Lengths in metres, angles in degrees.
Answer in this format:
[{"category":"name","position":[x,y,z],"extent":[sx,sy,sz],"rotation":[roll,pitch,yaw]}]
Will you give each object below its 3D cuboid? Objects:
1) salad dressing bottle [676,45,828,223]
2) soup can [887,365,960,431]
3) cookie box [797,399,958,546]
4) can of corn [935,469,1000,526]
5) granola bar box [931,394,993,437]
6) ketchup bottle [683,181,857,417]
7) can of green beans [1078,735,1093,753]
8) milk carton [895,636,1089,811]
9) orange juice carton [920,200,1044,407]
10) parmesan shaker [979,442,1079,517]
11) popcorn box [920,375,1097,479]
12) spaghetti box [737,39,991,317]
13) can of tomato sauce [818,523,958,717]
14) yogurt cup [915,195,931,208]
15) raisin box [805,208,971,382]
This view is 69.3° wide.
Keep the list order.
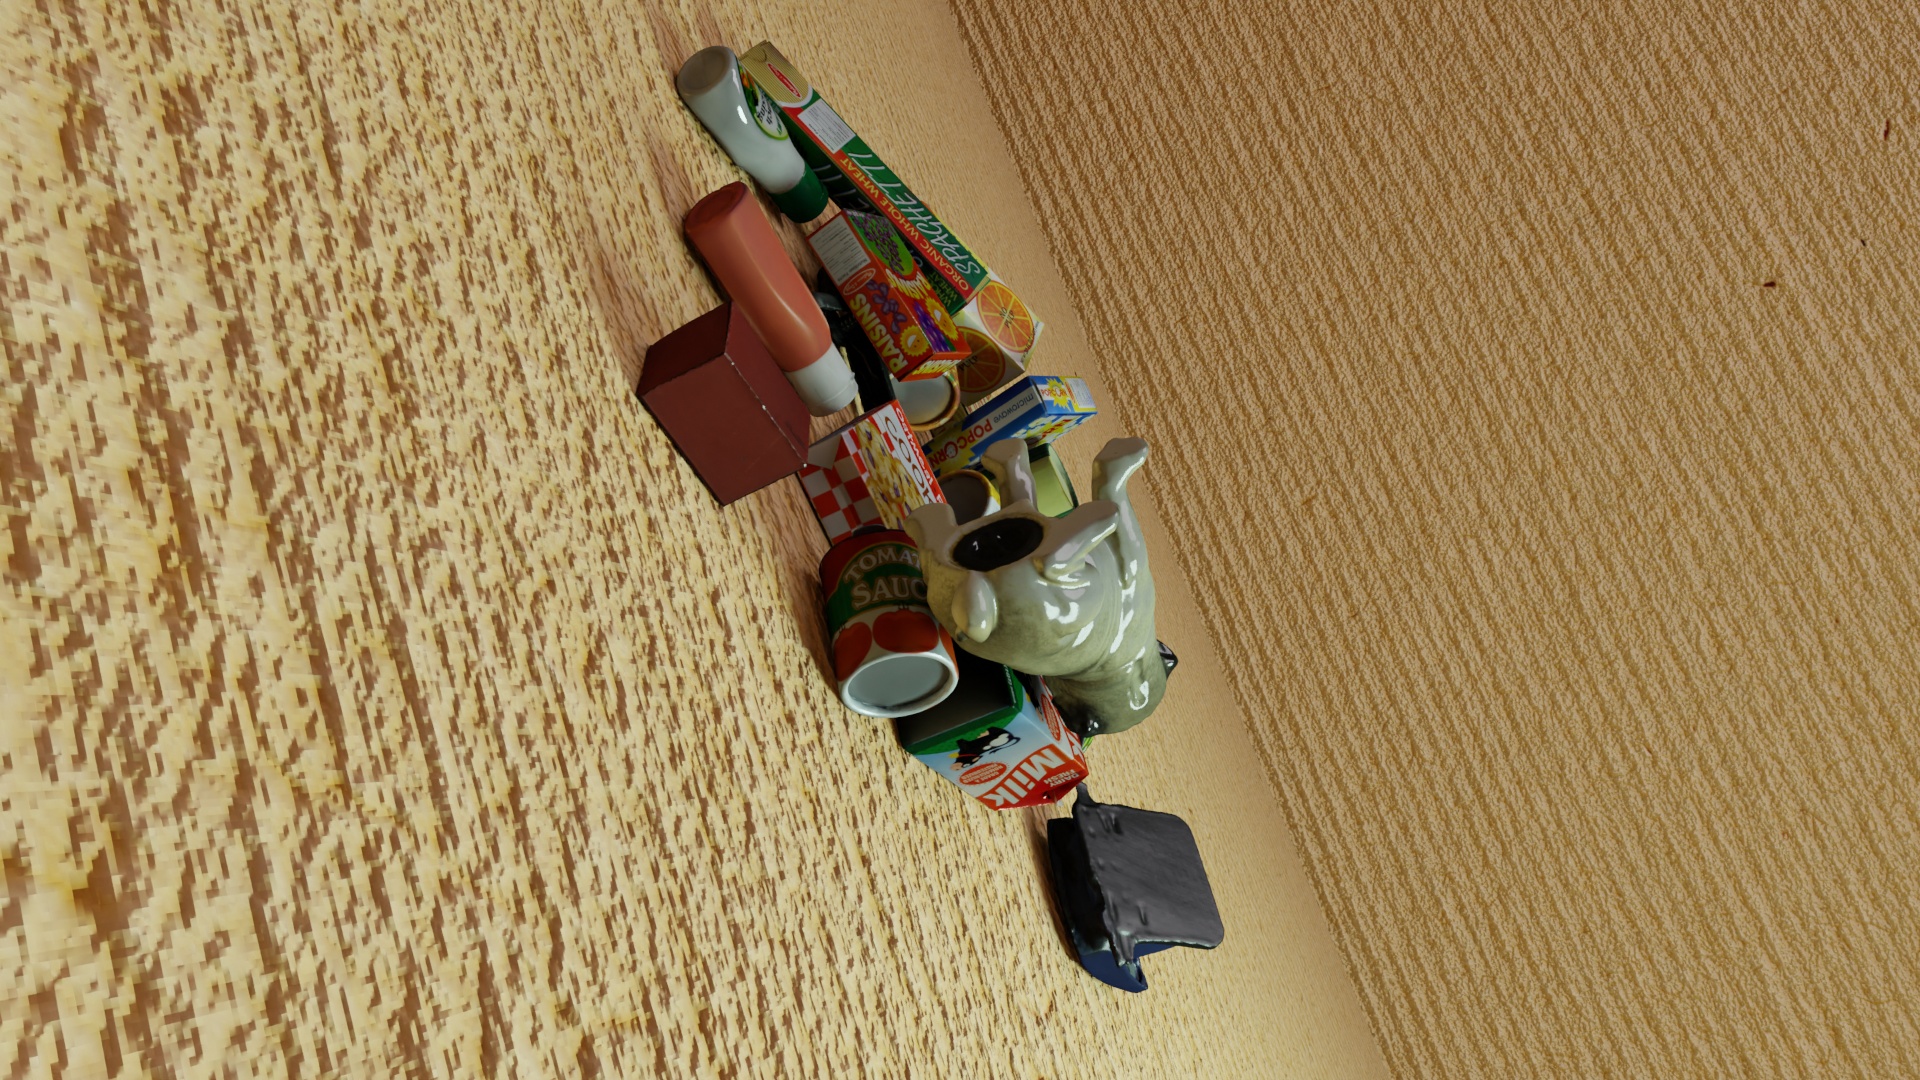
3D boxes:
[{"category":"salad dressing bottle","position":[-0.142,-0.282,0.980],"extent":[0.147,0.044,0.064],"rotation":[47,22,-56]},{"category":"soup can","position":[-0.036,-0.134,1.105],"extent":[0.071,0.071,0.084],"rotation":[57,16,-38]},{"category":"cookie box","position":[-0.048,-0.020,0.909],"extent":[0.122,0.040,0.168],"rotation":[65,14,-8]},{"category":"can of corn","position":[0.004,-0.013,1.053],"extent":[0.058,0.071,0.071],"rotation":[51,20,-49]},{"category":"granola bar box","position":[-0.013,-0.153,1.288],"extent":[0.124,0.039,0.166],"rotation":[64,13,-12]},{"category":"ketchup bottle","position":[-0.113,-0.144,0.856],"extent":[0.148,0.043,0.065],"rotation":[59,16,-31]},{"category":"can of green beans","position":[0.064,0.137,1.025],"extent":[0.071,0.071,0.058],"rotation":[68,12,7]},{"category":"milk carton","position":[0.026,0.116,0.888],"extent":[0.190,0.073,0.072],"rotation":[47,23,-57]},{"category":"orange juice carton","position":[-0.026,-0.209,1.155],"extent":[0.192,0.072,0.072],"rotation":[42,43,-21]},{"category":"parmesan shaker","position":[0.039,-0.028,1.132],"extent":[0.071,0.103,0.071],"rotation":[61,13,-25]},{"category":"popcorn box","position":[0.040,-0.091,1.148],"extent":[0.085,0.126,0.038],"rotation":[-10,72,-56]},{"category":"spaghetti box","position":[-0.078,-0.275,1.066],"extent":[0.250,0.028,0.050],"rotation":[45,42,-11]},{"category":"can of tomato sauce","position":[-0.039,0.044,0.762],"extent":[0.071,0.071,0.083],"rotation":[51,20,-50]},{"category":"yogurt cup","position":[-0.066,-0.299,1.282],"extent":[0.054,0.072,0.073],"rotation":[41,28,-46]},{"category":"raisin box","position":[-0.051,-0.176,1.008],"extent":[0.123,0.040,0.086],"rotation":[57,19,4]}]
